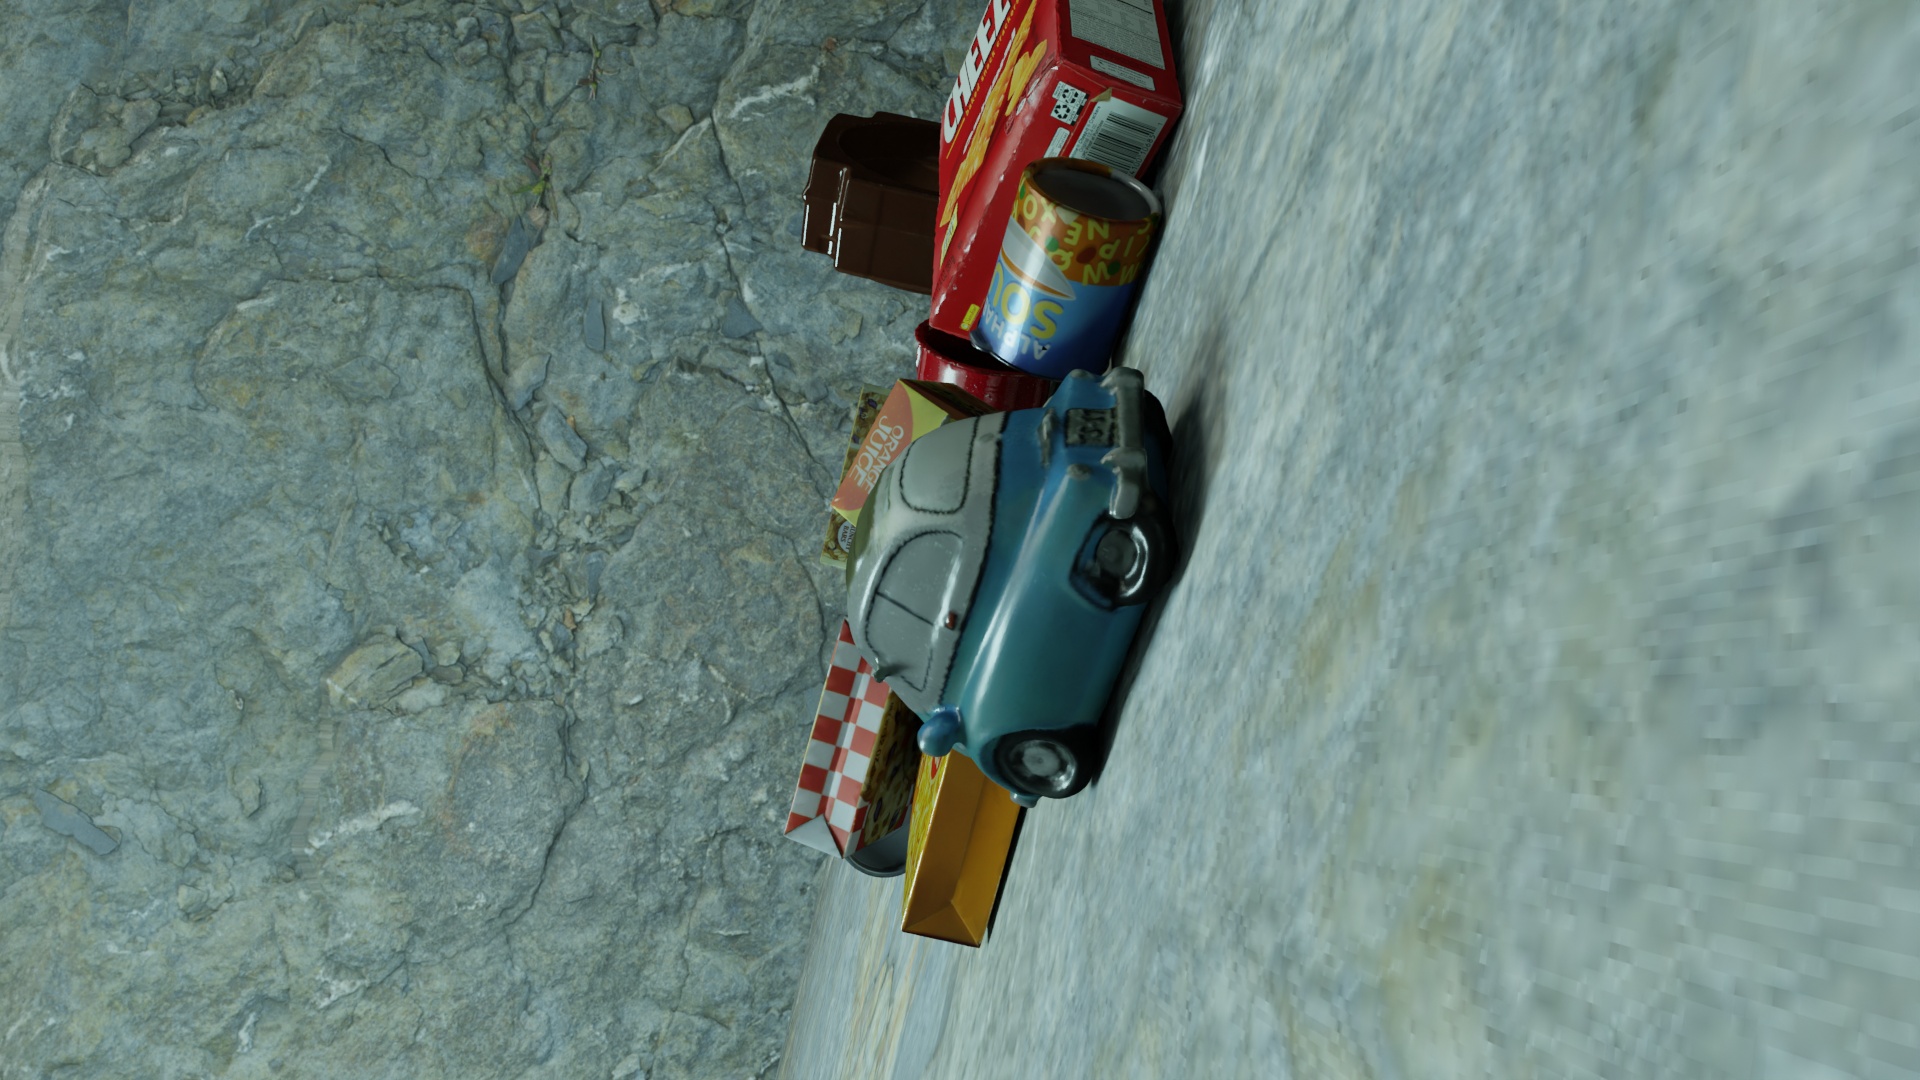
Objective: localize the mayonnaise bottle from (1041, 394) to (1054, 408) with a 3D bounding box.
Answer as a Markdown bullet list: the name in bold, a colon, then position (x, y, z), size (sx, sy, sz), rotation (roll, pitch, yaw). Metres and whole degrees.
- **mayonnaise bottle**: position (0.035, -0.007, 0.625), size (0.147, 0.041, 0.065), rotation (113, 174, -67)

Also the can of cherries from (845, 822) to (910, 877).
- **can of cherries**: position (-0.052, 0.189, 0.961), size (0.058, 0.071, 0.071), rotation (-104, 28, -83)

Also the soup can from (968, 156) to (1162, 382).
- **soup can**: position (0.047, -0.125, 0.642), size (0.072, 0.071, 0.083), rotation (-82, 8, -53)

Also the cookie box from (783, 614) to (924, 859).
- **cookie box**: position (-0.033, 0.102, 0.796), size (0.167, 0.040, 0.122), rotation (0, -74, -72)

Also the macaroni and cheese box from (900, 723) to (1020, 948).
- **macaroni and cheese box**: position (0.005, 0.099, 0.683), size (0.167, 0.040, 0.123), rotation (-91, 15, -75)

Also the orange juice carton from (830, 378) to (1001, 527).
- **orange juice carton**: position (-0.007, -0.035, 0.714), size (0.071, 0.073, 0.193), rotation (-61, -5, 10)

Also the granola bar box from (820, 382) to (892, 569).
- **granola bar box**: position (-0.047, -0.045, 1.246), size (0.039, 0.124, 0.165), rotation (149, 134, -84)
